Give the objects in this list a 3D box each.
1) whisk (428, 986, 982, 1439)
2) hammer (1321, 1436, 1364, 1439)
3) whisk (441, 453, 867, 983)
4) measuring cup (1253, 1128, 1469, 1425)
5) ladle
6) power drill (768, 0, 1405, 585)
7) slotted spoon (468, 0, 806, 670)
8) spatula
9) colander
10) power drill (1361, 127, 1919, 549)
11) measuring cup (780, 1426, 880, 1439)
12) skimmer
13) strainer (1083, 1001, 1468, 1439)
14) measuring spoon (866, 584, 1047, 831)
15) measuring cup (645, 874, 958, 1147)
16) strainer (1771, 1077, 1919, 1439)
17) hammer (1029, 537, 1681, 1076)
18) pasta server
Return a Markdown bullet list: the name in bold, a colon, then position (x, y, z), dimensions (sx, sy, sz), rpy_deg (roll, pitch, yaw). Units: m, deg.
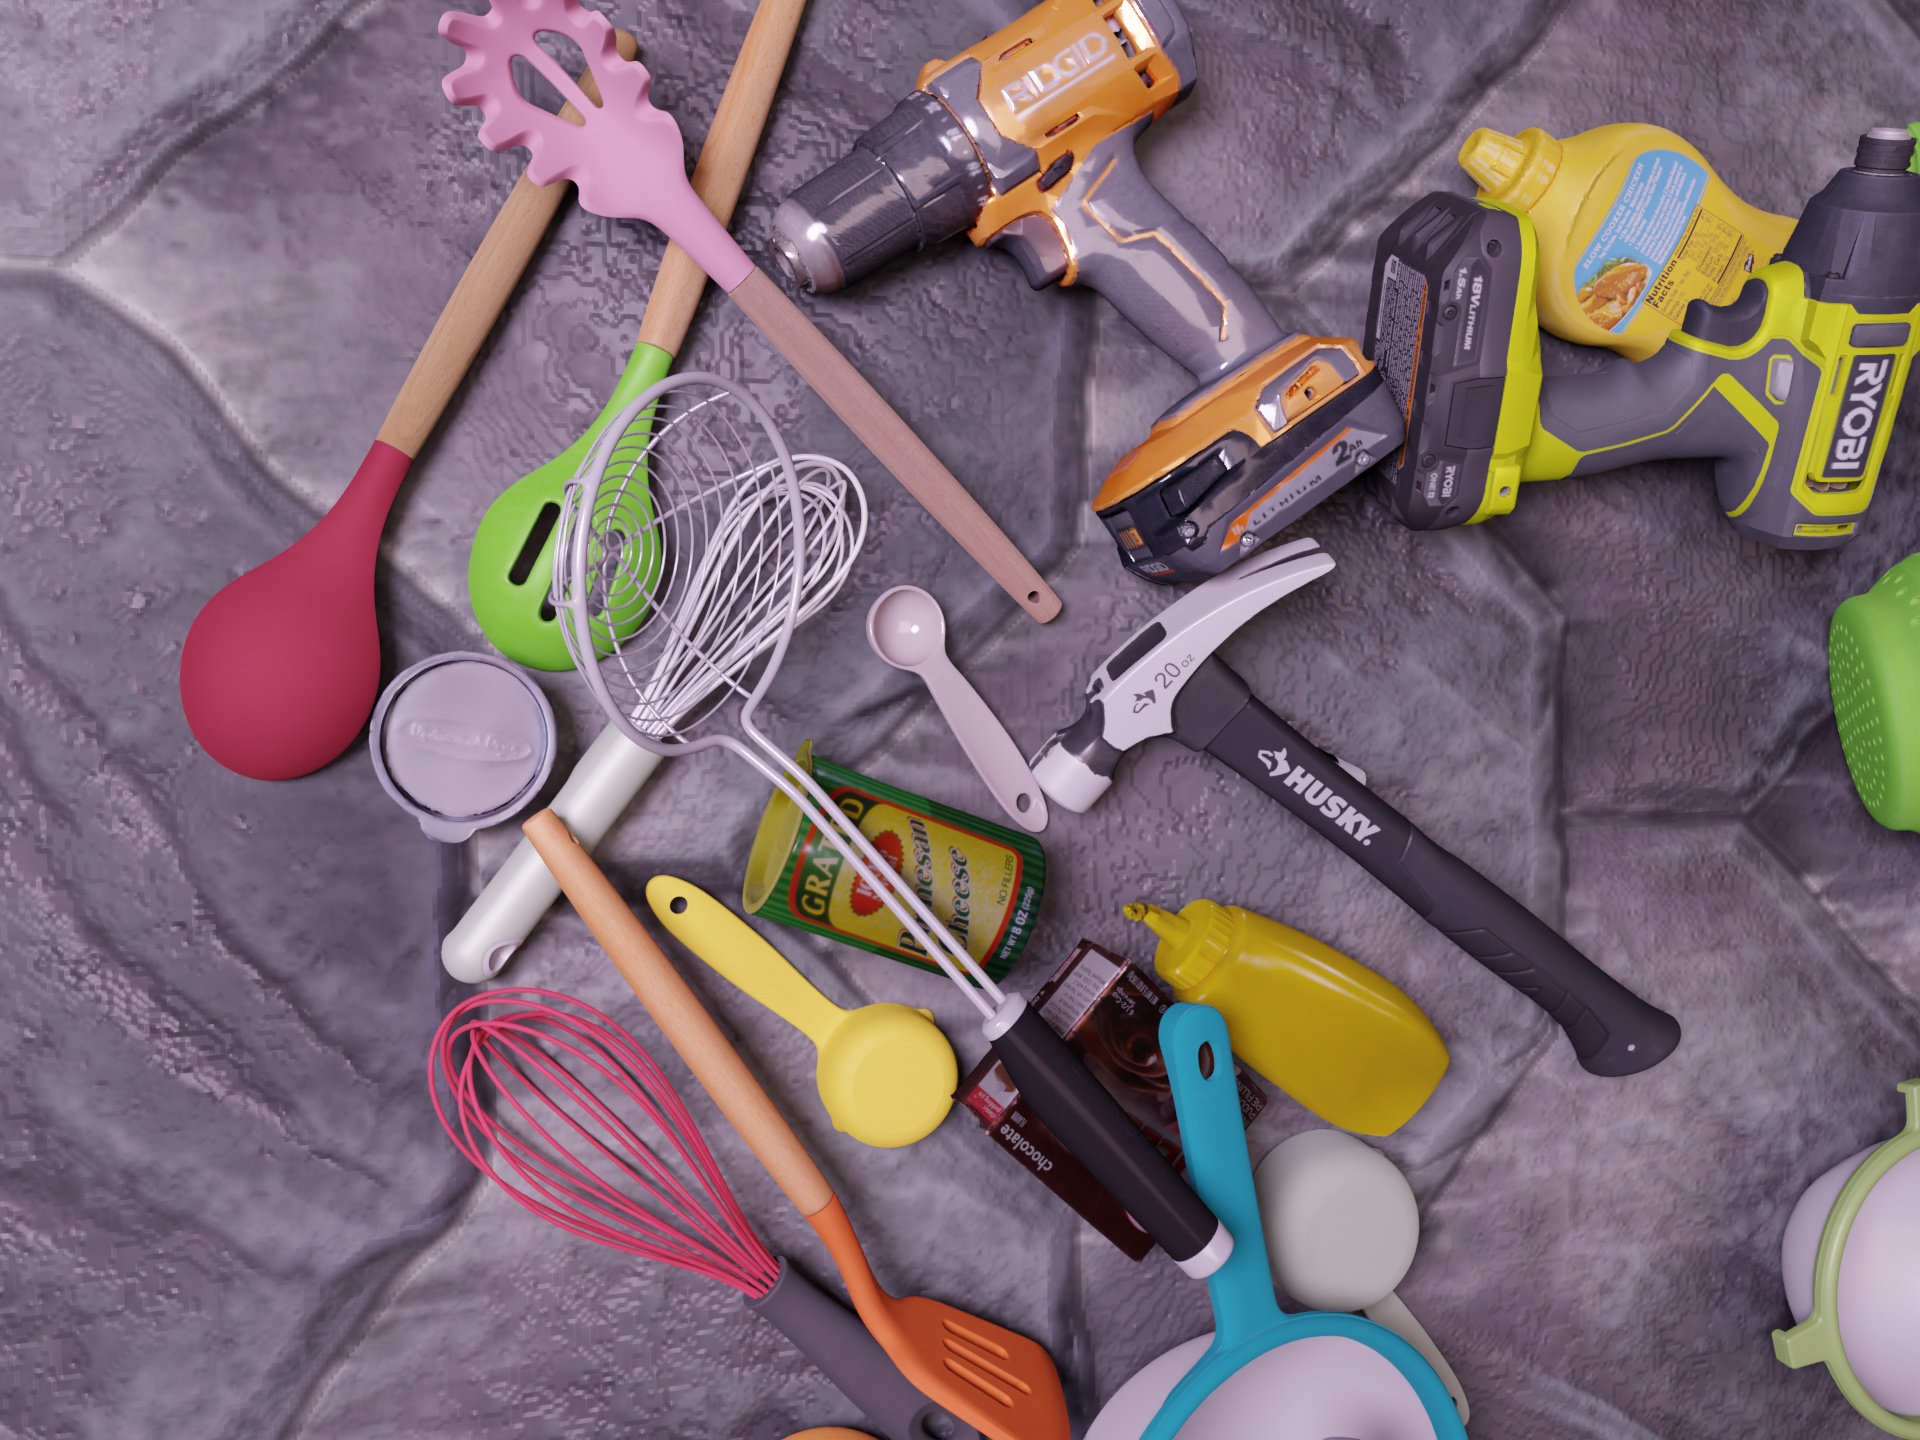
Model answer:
- **whisk**: position (-0.089, 0.208, 0.623), dimensions (0.073, 0.073, 0.295), rpy_deg (-46, 110, -10)
- **hammer**: position (0.300, 0.383, 0.701), dimensions (0.405, 0.035, 0.144), rpy_deg (12, 82, -31)
- **whisk**: position (-0.119, -0.002, 0.613), dimensions (0.059, 0.057, 0.246), rpy_deg (35, 85, 20)
- **measuring cup**: position (0.192, 0.261, 0.714), dimensions (0.083, 0.038, 0.167), rpy_deg (-36, 99, -12)
- **ladle**: position (-0.197, -0.122, 0.592), dimensions (0.069, 0.031, 0.315), rpy_deg (27, 83, -10)
- **power drill**: position (0.050, -0.163, 0.637), dimensions (0.185, 0.084, 0.226), rpy_deg (-35, 97, -10)
- **slotted spoon**: position (-0.111, -0.168, 0.615), dimensions (0.070, 0.031, 0.314), rpy_deg (21, 85, -16)
- **spatula**: position (-0.060, 0.162, 0.611), dimensions (0.041, 0.081, 0.322), rpy_deg (-32, 101, 6)
- **colander**: position (0.455, -0.089, 0.750), dimensions (0.094, 0.204, 0.397), rpy_deg (-10, 77, 18)
- **power drill**: position (0.290, -0.158, 0.669), dimensions (0.223, 0.080, 0.171), rpy_deg (-3, 117, -6)
- **measuring cup**: position (-0.057, 0.373, 0.640), dimensions (0.095, 0.052, 0.173), rpy_deg (4, 93, -17)
- **skimmer**: position (-0.006, 0.048, 0.550), dimensions (0.363, 0.090, 0.127), rpy_deg (50, 40, -5)
- **strainer**: position (0.099, 0.280, 0.657), dimensions (0.211, 0.095, 0.340), rpy_deg (-12, 93, -32)
- **measuring spoon**: position (-0.001, -0.002, 0.662), dimensions (0.034, 0.018, 0.124), rpy_deg (-42, 110, -24)
- **measuring cup**: position (-0.063, 0.115, 0.637), dimensions (0.156, 0.029, 0.062), rpy_deg (42, 81, -17)
- **strainer**: position (0.498, 0.293, 0.791), dimensions (0.256, 0.069, 0.151), rpy_deg (35, 80, -16)
- **hammer**: position (0.201, 0.059, 0.695), dimensions (0.334, 0.035, 0.146), rpy_deg (36, 106, -19)
- **pasta server**: position (-0.064, -0.145, 0.603), dimensions (0.060, 0.040, 0.316), rpy_deg (-39, 113, 13)
